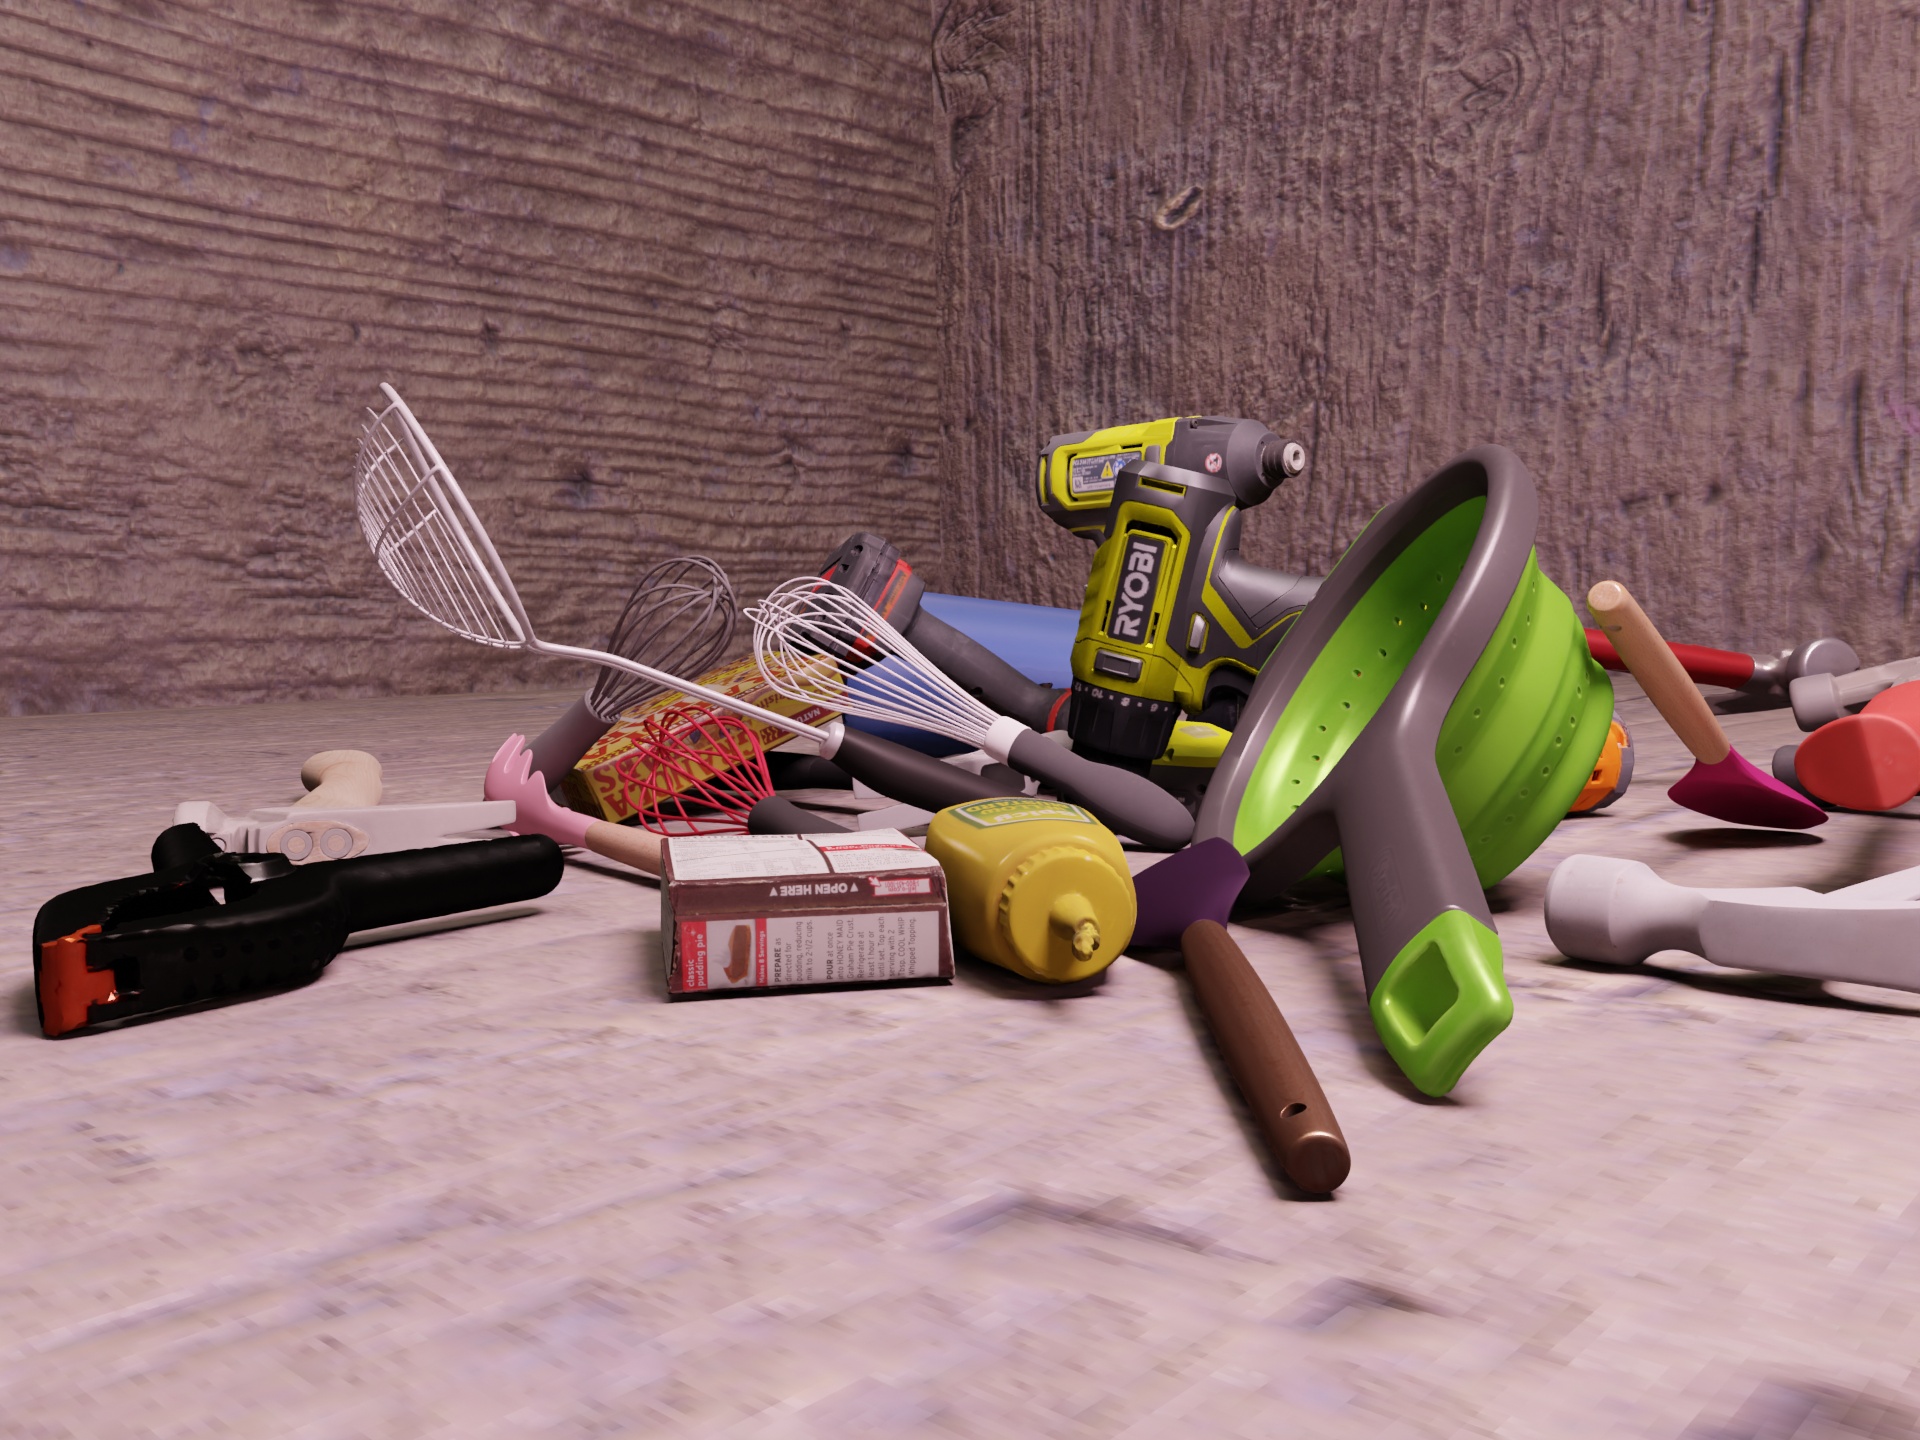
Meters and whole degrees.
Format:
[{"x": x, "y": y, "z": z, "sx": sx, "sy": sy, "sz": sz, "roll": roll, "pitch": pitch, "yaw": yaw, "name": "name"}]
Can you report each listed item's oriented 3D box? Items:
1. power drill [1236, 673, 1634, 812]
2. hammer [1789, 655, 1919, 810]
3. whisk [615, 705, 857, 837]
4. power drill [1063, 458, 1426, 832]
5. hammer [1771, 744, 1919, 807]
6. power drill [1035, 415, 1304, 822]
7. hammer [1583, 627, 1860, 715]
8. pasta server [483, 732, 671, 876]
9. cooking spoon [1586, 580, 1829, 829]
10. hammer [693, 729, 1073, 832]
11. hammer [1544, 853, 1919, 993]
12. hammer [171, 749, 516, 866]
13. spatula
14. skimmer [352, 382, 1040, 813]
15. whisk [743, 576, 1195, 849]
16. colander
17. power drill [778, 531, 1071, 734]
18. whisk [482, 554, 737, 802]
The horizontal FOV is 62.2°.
[{"x": 0.250, "y": 0.012, "z": 0.929, "sx": 0.164, "sy": 0.084, "sz": 0.227, "roll": -3, "pitch": 8, "yaw": -20, "name": "power drill"}, {"x": 0.444, "y": -0.006, "z": 0.727, "sx": 0.149, "sy": 0.037, "sz": 0.359, "roll": -15, "pitch": -2, "yaw": 34, "name": "hammer"}, {"x": -0.096, "y": 0.043, "z": 0.741, "sx": 0.073, "sy": 0.073, "sz": 0.296, "roll": -3, "pitch": 11, "yaw": -28, "name": "whisk"}, {"x": 0.163, "y": -0.015, "z": 0.793, "sx": 0.228, "sy": 0.190, "sz": 0.080, "roll": 16, "pitch": 9, "yaw": 21, "name": "power drill"}, {"x": 0.570, "y": 0.021, "z": 0.717, "sx": 0.149, "sy": 0.036, "sz": 0.409, "roll": 32, "pitch": -19, "yaw": -27, "name": "hammer"}, {"x": 0.120, "y": -0.058, "z": 0.902, "sx": 0.080, "sy": 0.223, "sz": 0.171, "roll": -5, "pitch": 5, "yaw": -42, "name": "power drill"}, {"x": 0.324, "y": -0.051, "z": 0.974, "sx": 0.386, "sy": 0.038, "sz": 0.143, "roll": 9, "pitch": -5, "yaw": -3, "name": "hammer"}, {"x": -0.147, "y": 0.052, "z": 0.726, "sx": 0.040, "sy": 0.060, "sz": 0.316, "roll": -43, "pitch": 29, "yaw": -27, "name": "pasta server"}, {"x": 0.319, "y": 0.004, "z": 0.686, "sx": 0.069, "sy": 0.017, "sz": 0.318, "roll": 5, "pitch": -14, "yaw": 38, "name": "cooking spoon"}, {"x": -0.096, "y": 0.033, "z": 0.968, "sx": 0.146, "sy": 0.035, "sz": 0.335, "roll": -13, "pitch": 9, "yaw": -43, "name": "hammer"}, {"x": 0.384, "y": 0.052, "z": 0.585, "sx": 0.405, "sy": 0.035, "sz": 0.144, "roll": -4, "pitch": 4, "yaw": -41, "name": "hammer"}, {"x": -0.338, "y": 0.045, "z": 0.900, "sx": 0.146, "sy": 0.038, "sz": 0.411, "roll": -1, "pitch": 3, "yaw": -19, "name": "hammer"}, {"x": 0.072, "y": 0.072, "z": 0.463, "sx": 0.060, "sy": 0.018, "sz": 0.316, "roll": -27, "pitch": 4, "yaw": 3, "name": "spatula"}, {"x": -0.105, "y": -0.039, "z": 0.732, "sx": 0.363, "sy": 0.090, "sz": 0.127, "roll": 22, "pitch": -7, "yaw": -16, "name": "skimmer"}, {"x": -0.001, "y": -0.003, "z": 0.826, "sx": 0.285, "sy": 0.070, "sz": 0.070, "roll": 28, "pitch": 17, "yaw": 26, "name": "whisk"}, {"x": 0.172, "y": 0.029, "z": 0.548, "sx": 0.094, "sy": 0.204, "sz": 0.397, "roll": 32, "pitch": 21, "yaw": -3, "name": "colander"}, {"x": -0.002, "y": -0.025, "z": 1.053, "sx": 0.226, "sy": 0.080, "sz": 0.188, "roll": 30, "pitch": -11, "yaw": -12, "name": "power drill"}, {"x": -0.193, "y": -0.009, "z": 0.844, "sx": 0.239, "sy": 0.055, "sz": 0.055, "roll": -40, "pitch": -20, "yaw": 33, "name": "whisk"}]
